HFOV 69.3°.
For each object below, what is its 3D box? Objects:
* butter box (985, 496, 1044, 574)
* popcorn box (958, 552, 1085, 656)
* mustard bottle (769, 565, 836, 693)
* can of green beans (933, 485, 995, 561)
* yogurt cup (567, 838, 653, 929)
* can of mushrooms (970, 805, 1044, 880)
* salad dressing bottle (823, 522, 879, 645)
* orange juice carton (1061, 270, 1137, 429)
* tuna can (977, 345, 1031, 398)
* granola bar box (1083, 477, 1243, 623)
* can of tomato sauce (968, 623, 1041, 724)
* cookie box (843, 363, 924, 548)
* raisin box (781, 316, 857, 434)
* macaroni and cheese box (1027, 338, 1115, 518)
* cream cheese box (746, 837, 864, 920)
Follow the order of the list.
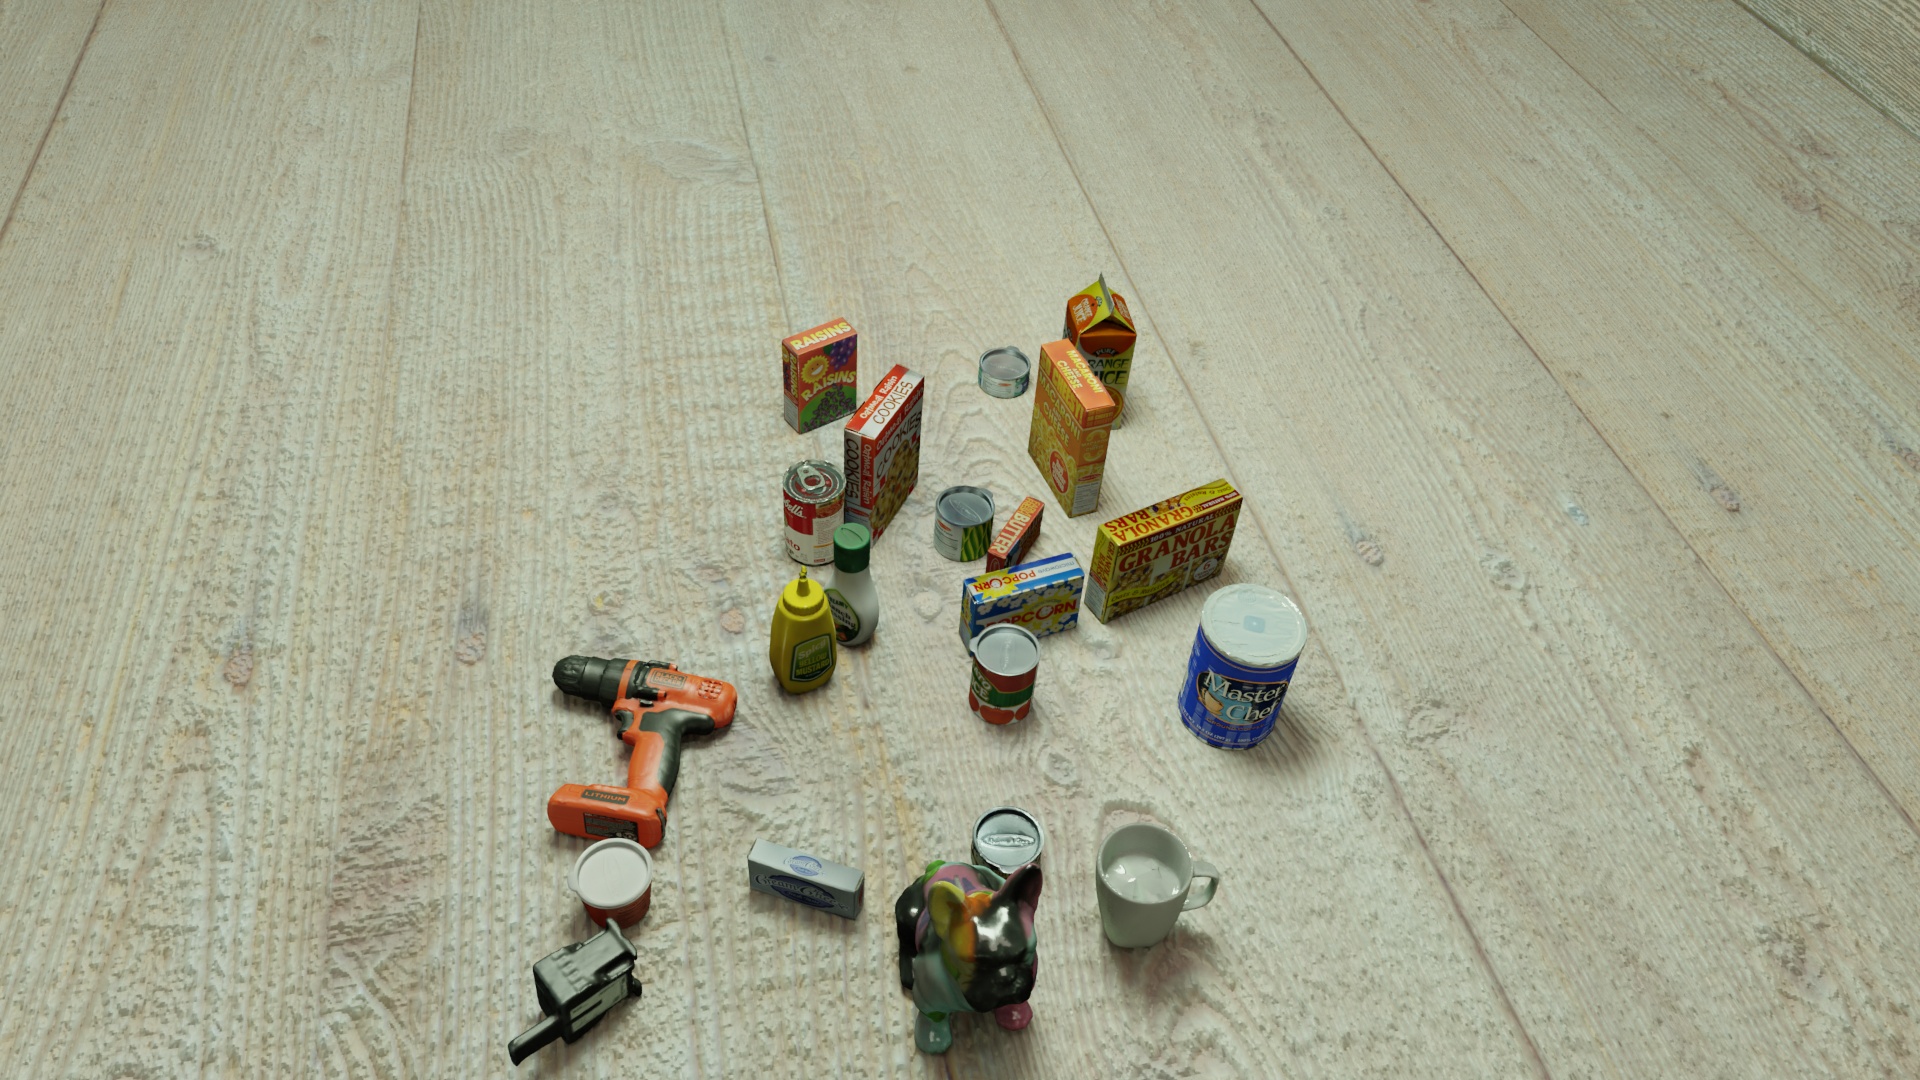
[{"bbox_3d":[0.060,0.002,1.541,0.024,0.052,0.104,23,48,16],"label":"butter box"},{"bbox_3d":[0.064,0.067,1.456,0.127,0.084,0.038,-14,49,-18],"label":"popcorn box"},{"bbox_3d":[-0.155,0.084,1.366,0.065,0.159,0.049,-20,51,-23],"label":"mustard bottle"},{"bbox_3d":[0.004,-0.019,1.553,0.071,0.057,0.071,3,46,-3],"label":"can of green beans"},{"bbox_3d":[-0.301,0.303,1.213,0.072,0.053,0.073,3,46,-3],"label":"yogurt cup"},{"bbox_3d":[0.043,0.283,1.278,0.071,0.033,0.071,3,46,-3],"label":"can of mushrooms"},{"bbox_3d":[-0.112,0.045,1.417,0.064,0.146,0.044,34,52,25],"label":"salad dressing bottle"},{"bbox_3d":[0.164,-0.227,1.679,0.073,0.191,0.072,-3,46,-8],"label":"orange juice carton"},{"bbox_3d":[0.056,-0.215,1.768,0.071,0.032,0.071,3,46,-3],"label":"tuna can"},{"bbox_3d":[0.218,0.011,1.497,0.166,0.123,0.039,-20,51,-23],"label":"granola bar box"},{"bbox_3d":[0.041,0.135,1.389,0.071,0.082,0.071,3,46,-3],"label":"can of tomato sauce"},{"bbox_3d":[-0.087,-0.094,1.542,0.040,0.166,0.123,20,47,14],"label":"cookie box"},{"bbox_3d":[-0.168,-0.198,1.667,0.086,0.122,0.040,-25,53,-26],"label":"raisin box"},{"bbox_3d":[0.125,-0.129,1.597,0.040,0.165,0.124,-14,48,-18],"label":"macaroni and cheese box"},{"bbox_3d":[-0.137,0.301,1.230,0.104,0.053,0.024,15,46,10],"label":"cream cheese box"}]
